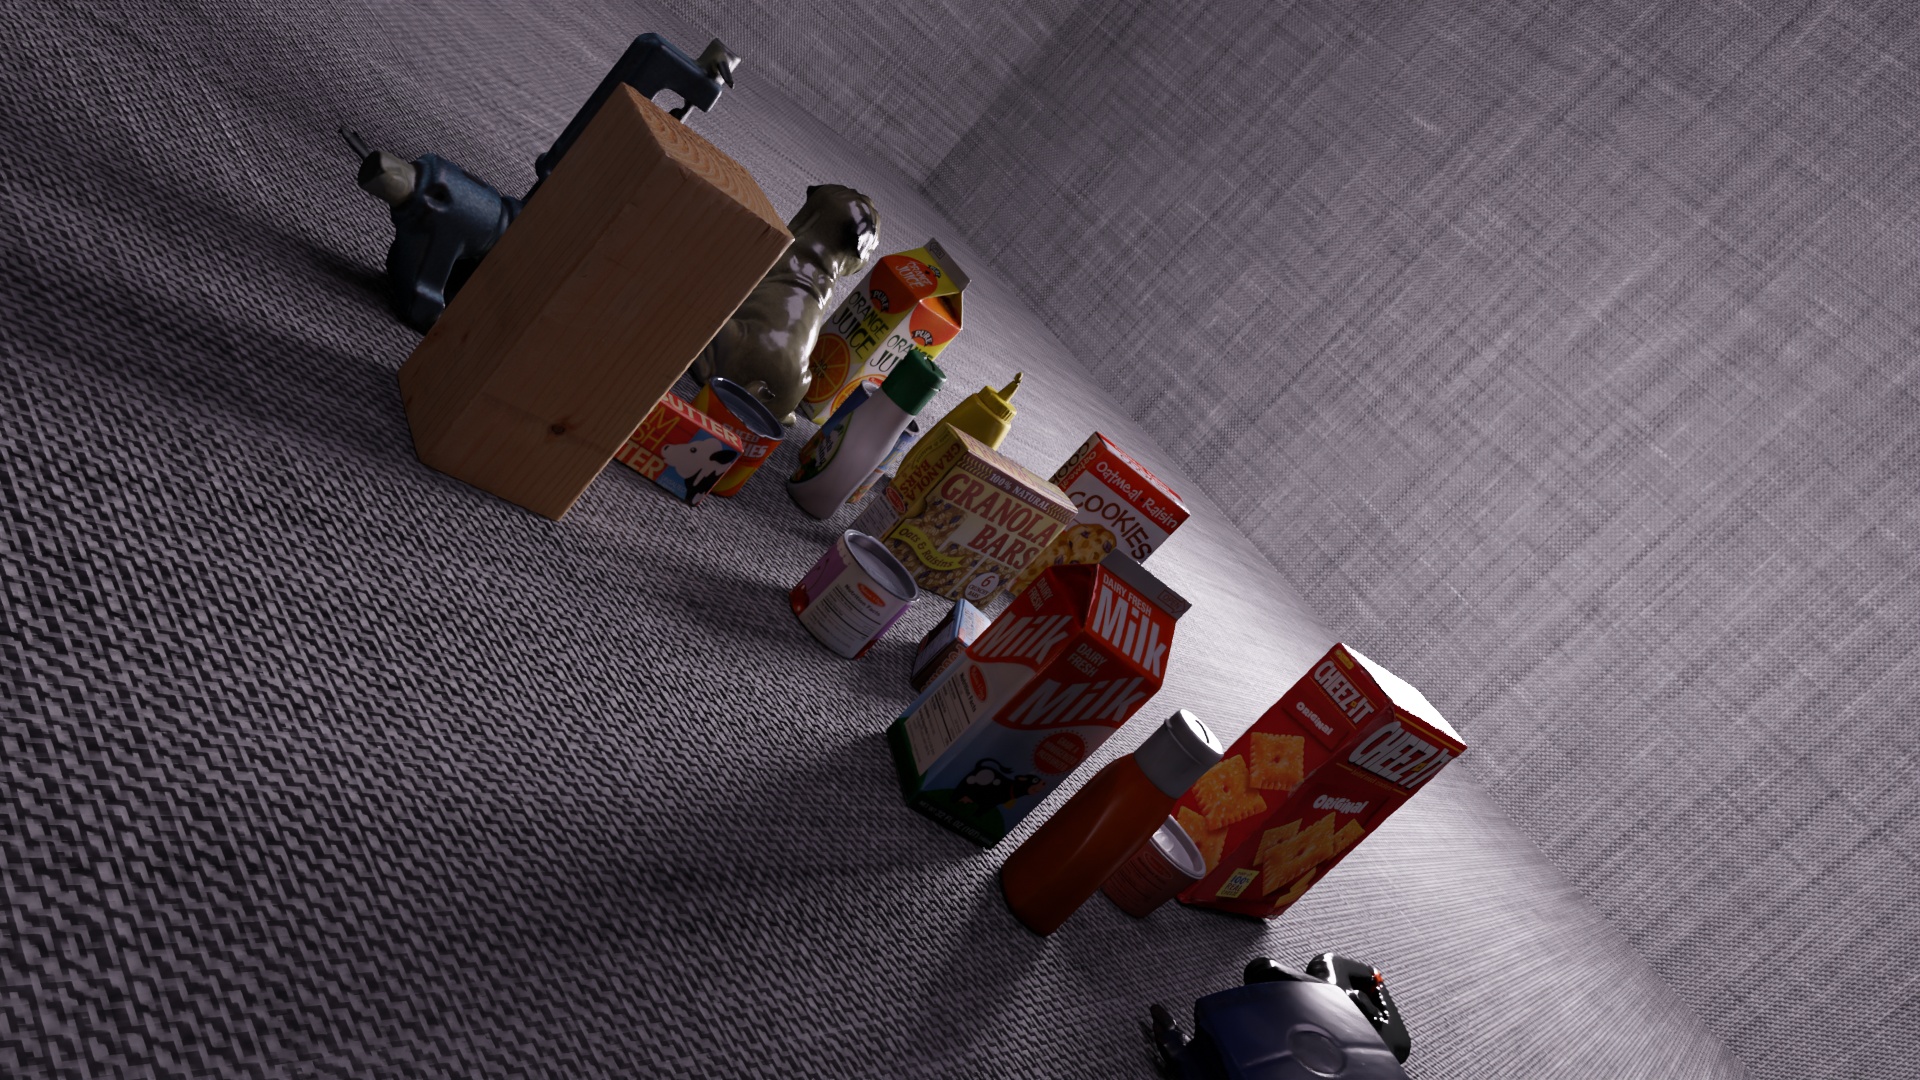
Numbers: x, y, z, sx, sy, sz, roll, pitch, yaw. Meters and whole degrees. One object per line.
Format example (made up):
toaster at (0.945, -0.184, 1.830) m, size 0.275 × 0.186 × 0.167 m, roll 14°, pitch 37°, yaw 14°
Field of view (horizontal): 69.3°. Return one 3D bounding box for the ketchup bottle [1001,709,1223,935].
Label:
ketchup bottle at (0.087, 0.160, 0.806) m, size 0.043 × 0.148 × 0.065 m, roll 40°, pitch 14°, yaw -12°

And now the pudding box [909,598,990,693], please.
pudding box at (-0.006, 0.078, 0.987) m, size 0.030 × 0.049 × 0.084 m, roll 41°, pitch 14°, yaw -9°

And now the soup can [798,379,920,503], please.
soup can at (-0.084, -0.081, 1.164) m, size 0.071 × 0.083 × 0.071 m, roll 40°, pitch 14°, yaw -12°

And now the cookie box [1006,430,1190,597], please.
cookie box at (0.117, -0.006, 1.319) m, size 0.123 × 0.167 × 0.040 m, roll 35°, pitch 16°, yaw -30°

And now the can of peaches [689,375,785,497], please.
can of peaches at (-0.166, -0.071, 0.970) m, size 0.071 × 0.058 × 0.071 m, roll 40°, pitch 15°, yaw -12°

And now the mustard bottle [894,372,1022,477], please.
mustard bottle at (0.007, -0.095, 1.293) m, size 0.065 × 0.160 × 0.049 m, roll 43°, pitch 14°, yaw -3°

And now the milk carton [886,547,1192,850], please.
milk carton at (0.049, 0.087, 0.828) m, size 0.072 × 0.190 × 0.074 m, roll 35°, pitch 16°, yaw -29°

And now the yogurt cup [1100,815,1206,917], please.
yogurt cup at (0.123, 0.215, 0.934) m, size 0.072 × 0.054 × 0.072 m, roll 40°, pitch 15°, yaw -12°

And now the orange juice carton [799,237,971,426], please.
orange juice carton at (-0.071, -0.191, 1.293) m, size 0.073 × 0.192 × 0.072 m, roll 24°, pitch 24°, yaw -53°

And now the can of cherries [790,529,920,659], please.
can of cherries at (-0.070, 0.035, 0.922) m, size 0.071 × 0.058 × 0.072 m, roll 40°, pitch 15°, yaw -12°

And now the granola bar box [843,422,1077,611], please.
granola bar box at (0.004, -0.014, 1.128) m, size 0.165 × 0.124 × 0.039 m, roll 25°, pitch 23°, yaw -50°

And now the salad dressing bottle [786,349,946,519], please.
salad dressing bottle at (-0.072, -0.082, 1.073) m, size 0.044 × 0.147 × 0.064 m, roll 38°, pitch 15°, yaw -20°

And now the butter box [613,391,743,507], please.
butter box at (-0.196, -0.069, 0.894) m, size 0.103 × 0.053 × 0.024 m, roll 34°, pitch 17°, yaw -31°
